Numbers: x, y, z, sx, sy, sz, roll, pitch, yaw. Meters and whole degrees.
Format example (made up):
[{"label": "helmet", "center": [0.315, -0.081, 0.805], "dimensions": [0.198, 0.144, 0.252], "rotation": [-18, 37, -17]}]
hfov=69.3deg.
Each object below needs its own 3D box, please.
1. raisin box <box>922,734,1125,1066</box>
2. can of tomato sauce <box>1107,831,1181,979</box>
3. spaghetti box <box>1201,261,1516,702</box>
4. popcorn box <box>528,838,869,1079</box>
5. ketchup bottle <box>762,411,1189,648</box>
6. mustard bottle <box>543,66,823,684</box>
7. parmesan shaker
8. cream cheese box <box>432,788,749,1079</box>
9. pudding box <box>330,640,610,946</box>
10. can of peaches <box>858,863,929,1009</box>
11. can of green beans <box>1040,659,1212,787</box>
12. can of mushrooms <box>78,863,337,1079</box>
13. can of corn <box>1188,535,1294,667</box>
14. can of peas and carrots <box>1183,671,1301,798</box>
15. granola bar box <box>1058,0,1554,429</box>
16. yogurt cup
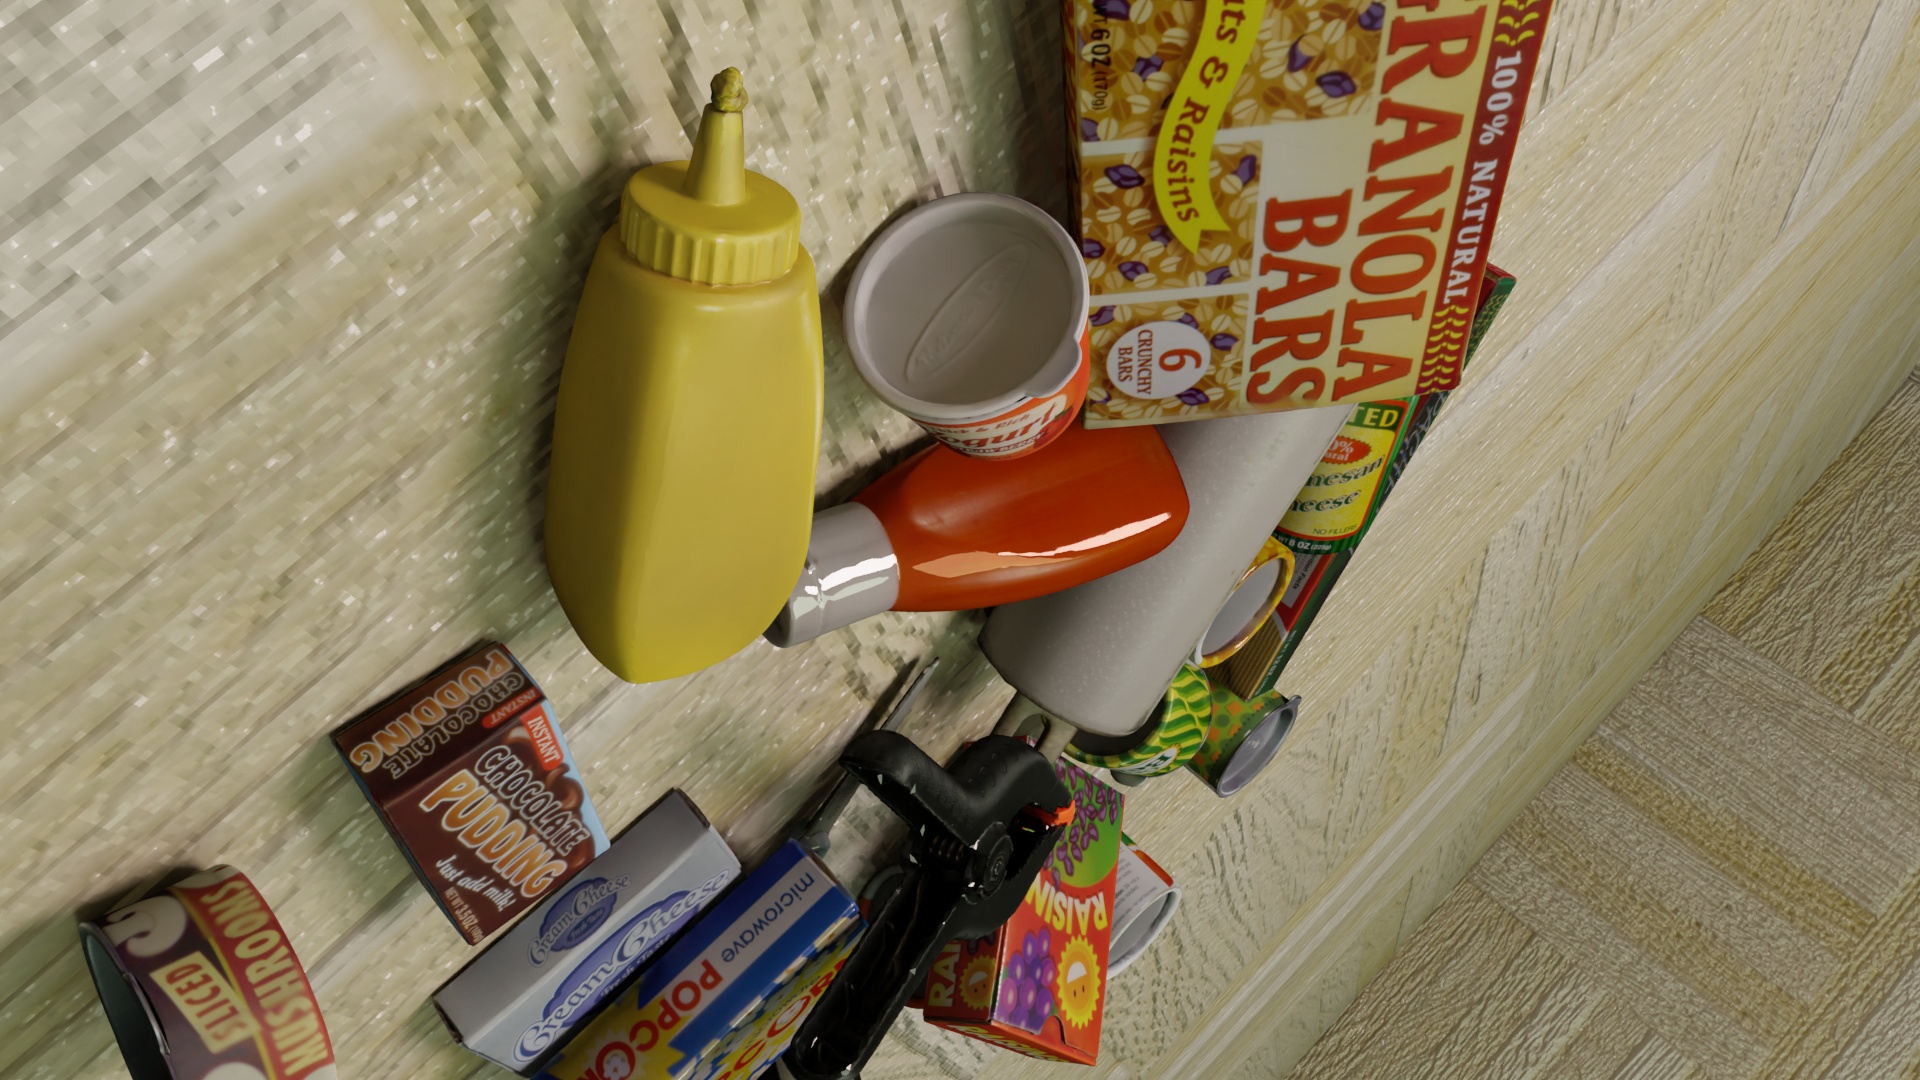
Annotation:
[{"label": "raisin box", "center": [0.032, 0.160, 0.616], "dimensions": [0.086, 0.040, 0.124], "rotation": [39, 52, -43]}, {"label": "can of tomato sauce", "center": [0.065, 0.178, 0.729], "dimensions": [0.071, 0.083, 0.070], "rotation": [-34, 147, -26]}, {"label": "spaghetti box", "center": [0.185, -0.031, 0.685], "dimensions": [0.029, 0.050, 0.248], "rotation": [-12, 134, -50]}, {"label": "popcorn box", "center": [-0.090, 0.176, 0.514], "dimensions": [0.127, 0.038, 0.085], "rotation": [-42, 158, -17]}, {"label": "ketchup bottle", "center": [0.002, -0.006, 0.453], "dimensions": [0.149, 0.065, 0.043], "rotation": [-19, 157, -30]}, {"label": "mustard bottle", "center": [-0.063, -0.038, 0.334], "dimensions": [0.065, 0.049, 0.159], "rotation": [-23, 140, -40]}, {"label": "parmesan shaker", "center": [0.165, -0.050, 0.612], "dimensions": [0.071, 0.071, 0.102], "rotation": [-32, 146, -29]}, {"label": "cream cheese box", "center": [-0.124, 0.137, 0.481], "dimensions": [0.104, 0.024, 0.053], "rotation": [-41, 149, -16]}, {"label": "pudding box", "center": [-0.132, 0.071, 0.386], "dimensions": [0.050, 0.030, 0.083], "rotation": [-35, 148, -26]}, {"label": "can of peaches", "center": [-0.006, 0.182, 0.649], "dimensions": [0.058, 0.071, 0.071], "rotation": [5, 121, -55]}, {"label": "can of green beans", "center": [0.076, 0.074, 0.640], "dimensions": [0.071, 0.071, 0.058], "rotation": [-53, 150, 6]}, {"label": "can of mushrooms", "center": [-0.179, 0.113, 0.331], "dimensions": [0.033, 0.071, 0.070], "rotation": [-23, 141, -40]}, {"label": "can of corn", "center": [0.108, 0.013, 0.621], "dimensions": [0.071, 0.058, 0.070], "rotation": [-34, 148, -25]}, {"label": "can of peas and carrots", "center": [0.144, 0.097, 0.769], "dimensions": [0.071, 0.059, 0.070], "rotation": [-35, 147, -26]}, {"label": "granola bar box", "center": [0.093, -0.108, 0.401], "dimensions": [0.124, 0.039, 0.164], "rotation": [-7, 139, 1]}, {"label": "yogurt cup", "center": [0.006, -0.057, 0.395], "dimensions": [0.072, 0.072, 0.054], "rotation": [-48, 159, -4]}]
